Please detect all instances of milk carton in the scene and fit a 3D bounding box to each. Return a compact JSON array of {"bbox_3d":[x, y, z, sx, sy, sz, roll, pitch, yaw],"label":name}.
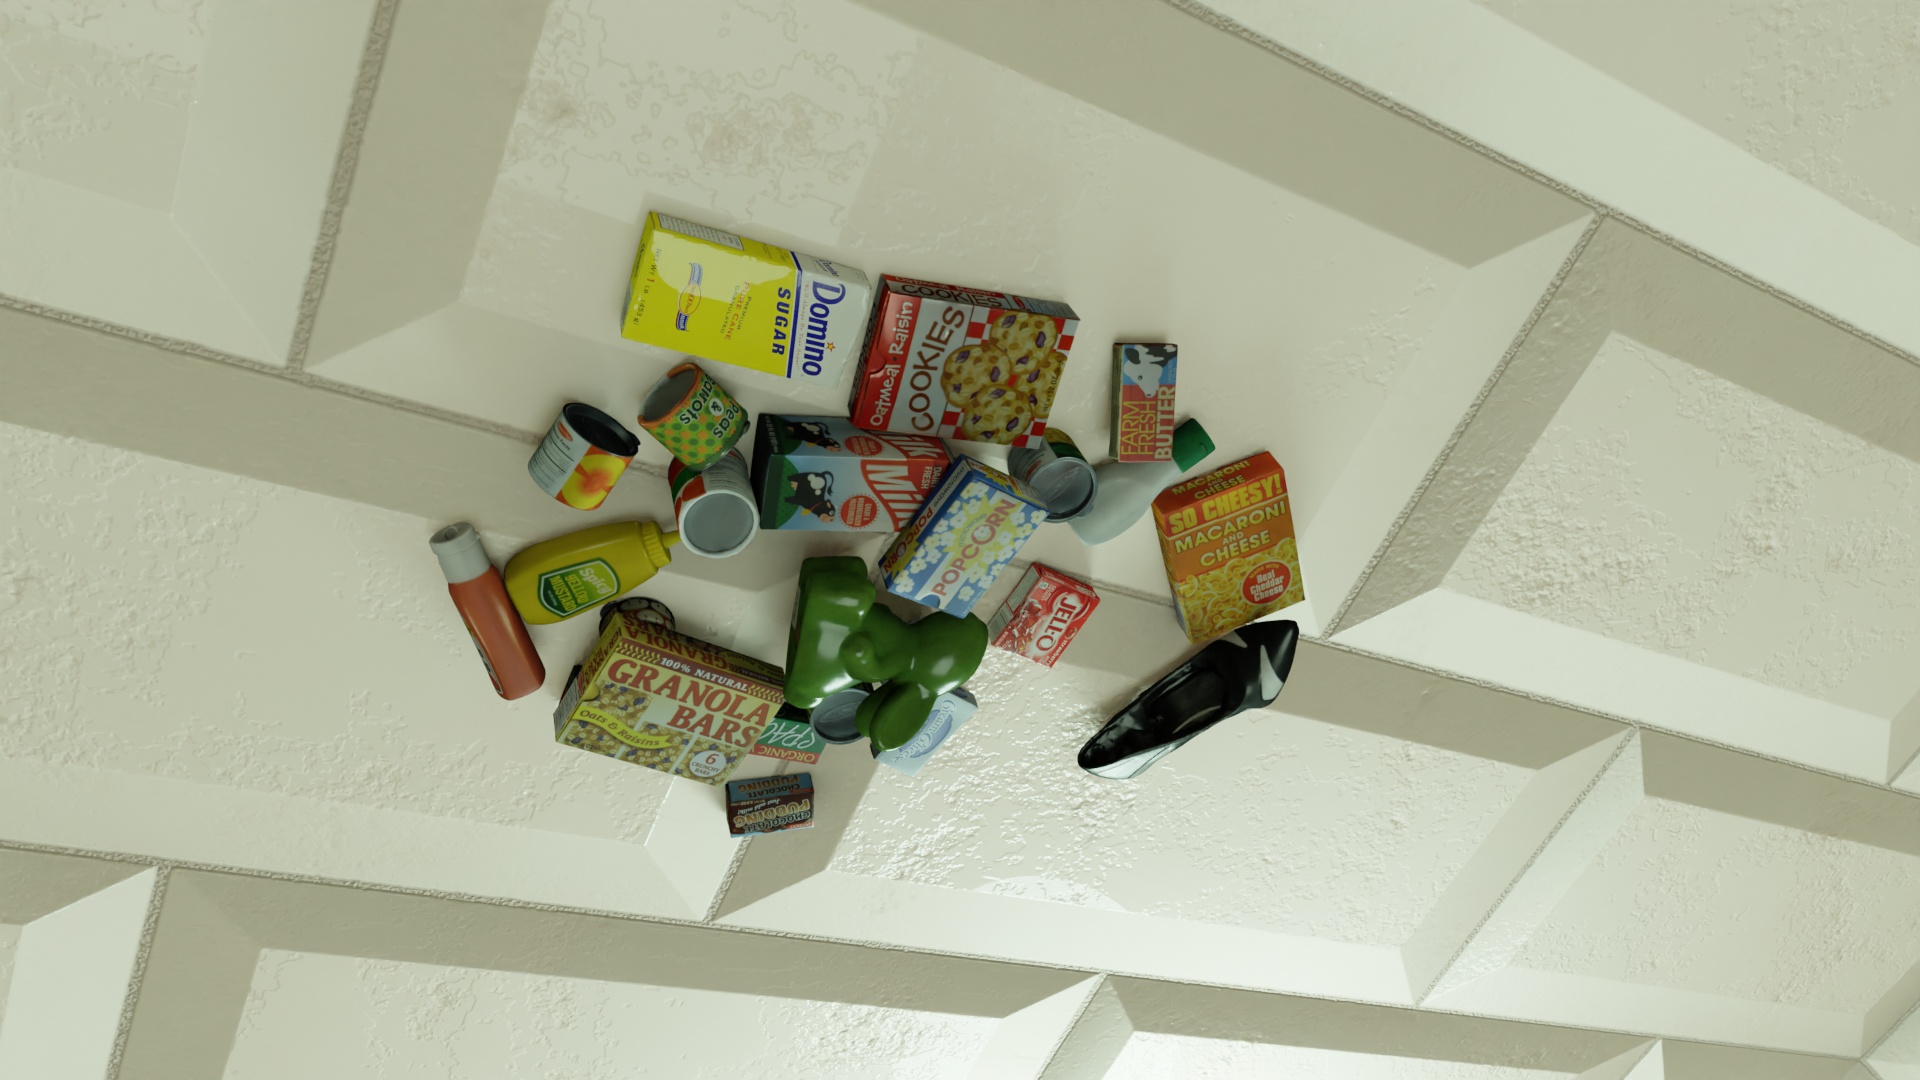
[{"bbox_3d":[-0.074,-0.055,1.164,0.191,0.072,0.073,1,122,-18],"label":"milk carton"}]

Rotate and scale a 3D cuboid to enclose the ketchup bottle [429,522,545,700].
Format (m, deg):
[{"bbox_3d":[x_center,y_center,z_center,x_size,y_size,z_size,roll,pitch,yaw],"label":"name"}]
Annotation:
[{"bbox_3d":[-0.390,0.057,1.146,0.044,0.065,0.148,-24,118,-16],"label":"ketchup bottle"}]

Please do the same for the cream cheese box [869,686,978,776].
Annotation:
[{"bbox_3d":[-0.036,0.181,1.359,0.053,0.024,0.103,31,109,-33],"label":"cream cheese box"}]

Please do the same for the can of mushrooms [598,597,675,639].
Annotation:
[{"bbox_3d":[-0.283,0.084,1.212,0.071,0.033,0.070,-8,124,-12],"label":"can of mushrooms"}]

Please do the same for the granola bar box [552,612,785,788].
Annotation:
[{"bbox_3d":[-0.252,0.143,1.215,0.165,0.039,0.123,23,114,-31],"label":"granola bar box"}]

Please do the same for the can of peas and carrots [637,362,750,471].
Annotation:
[{"bbox_3d":[-0.210,-0.098,1.096,0.071,0.071,0.058,-39,124,9],"label":"can of peas and carrots"}]

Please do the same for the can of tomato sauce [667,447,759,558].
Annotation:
[{"bbox_3d":[-0.202,-0.032,1.132,0.071,0.083,0.070,-8,123,-12],"label":"can of tomato sauce"}]

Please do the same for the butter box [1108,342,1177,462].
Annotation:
[{"bbox_3d":[0.159,-0.120,1.207,0.053,0.024,0.103,-2,102,-15],"label":"butter box"}]

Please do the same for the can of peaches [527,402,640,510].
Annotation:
[{"bbox_3d":[-0.295,-0.065,1.093,0.071,0.071,0.058,28,110,-30],"label":"can of peaches"}]

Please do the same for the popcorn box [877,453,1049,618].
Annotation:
[{"bbox_3d":[0.002,-0.002,1.155,0.085,0.038,0.126,23,115,-36],"label":"popcorn box"}]

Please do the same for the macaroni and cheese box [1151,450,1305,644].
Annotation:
[{"bbox_3d":[0.257,0.008,1.331,0.124,0.040,0.165,-21,126,-3],"label":"macaroni and cheese box"}]

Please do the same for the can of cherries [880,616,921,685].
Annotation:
[{"bbox_3d":[-0.046,0.114,1.286,0.058,0.072,0.071,-29,126,1],"label":"can of cherries"}]

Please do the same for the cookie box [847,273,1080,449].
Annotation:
[{"bbox_3d":[0.001,-0.145,1.150,0.168,0.040,0.122,5,120,-21],"label":"cookie box"}]

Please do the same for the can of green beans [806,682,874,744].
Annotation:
[{"bbox_3d":[-0.112,0.146,1.291,0.071,0.058,0.071,-8,124,-12],"label":"can of green beans"}]

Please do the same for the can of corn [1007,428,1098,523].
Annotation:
[{"bbox_3d":[0.082,-0.056,1.222,0.071,0.058,0.070,-8,124,-13],"label":"can of corn"}]

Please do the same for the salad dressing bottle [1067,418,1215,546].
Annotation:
[{"bbox_3d":[0.161,-0.054,1.259,0.147,0.044,0.064,-35,123,4],"label":"salad dressing bottle"}]

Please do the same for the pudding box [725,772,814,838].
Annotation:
[{"bbox_3d":[-0.186,0.259,1.357,0.084,0.030,0.049,-4,124,-15],"label":"pudding box"}]

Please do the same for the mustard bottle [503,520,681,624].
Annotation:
[{"bbox_3d":[-0.295,0.017,1.156,0.160,0.049,0.065,-21,127,-3],"label":"mustard bottle"}]

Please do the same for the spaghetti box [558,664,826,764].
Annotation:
[{"bbox_3d":[-0.238,0.162,1.279,0.250,0.029,0.050,14,117,-25],"label":"spaghetti box"}]
